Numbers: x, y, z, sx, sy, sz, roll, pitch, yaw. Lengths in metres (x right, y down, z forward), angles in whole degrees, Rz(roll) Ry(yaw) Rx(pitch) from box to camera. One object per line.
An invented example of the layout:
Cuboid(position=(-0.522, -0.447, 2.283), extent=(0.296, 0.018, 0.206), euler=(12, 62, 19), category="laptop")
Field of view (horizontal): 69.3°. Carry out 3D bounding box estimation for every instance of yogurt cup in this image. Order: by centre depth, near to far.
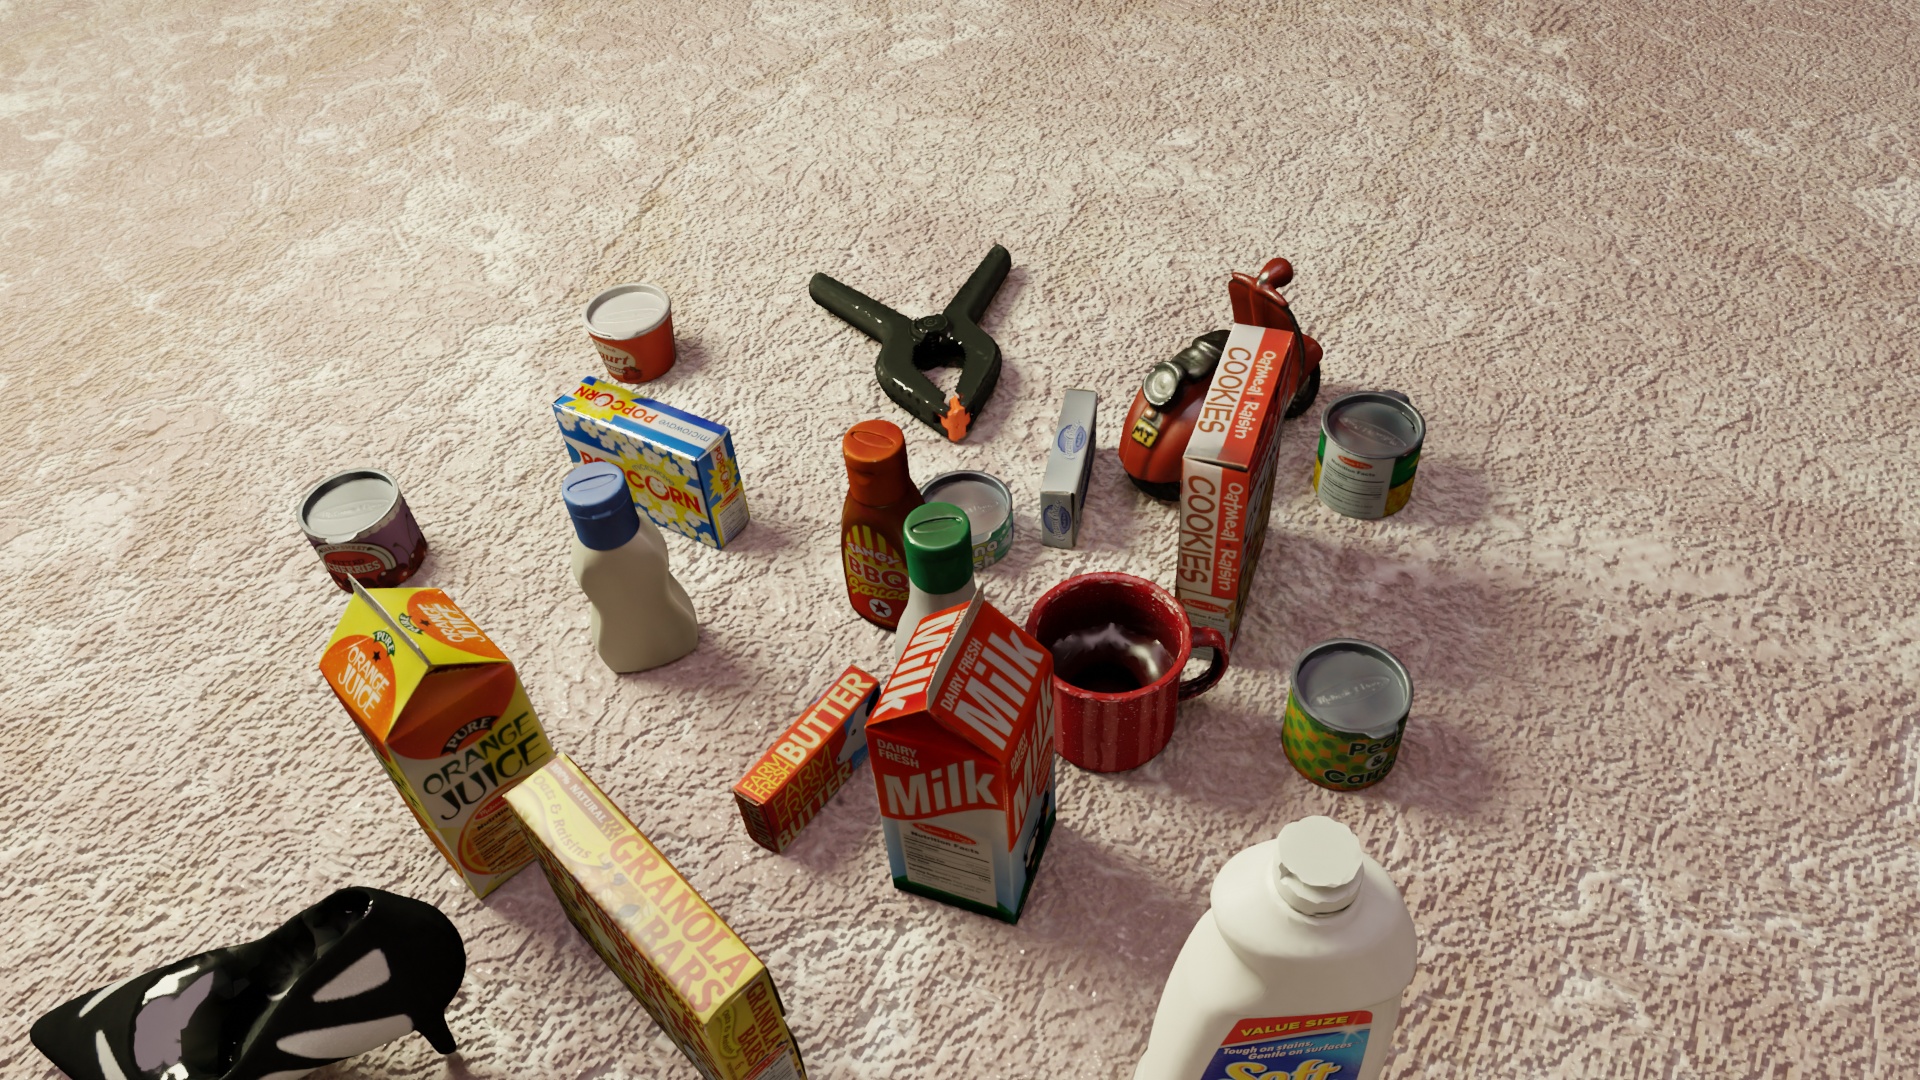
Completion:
Cuboid(position=(-0.252, -0.158, 1.070), extent=(0.072, 0.053, 0.073), euler=(-2, 46, 3), category="yogurt cup")

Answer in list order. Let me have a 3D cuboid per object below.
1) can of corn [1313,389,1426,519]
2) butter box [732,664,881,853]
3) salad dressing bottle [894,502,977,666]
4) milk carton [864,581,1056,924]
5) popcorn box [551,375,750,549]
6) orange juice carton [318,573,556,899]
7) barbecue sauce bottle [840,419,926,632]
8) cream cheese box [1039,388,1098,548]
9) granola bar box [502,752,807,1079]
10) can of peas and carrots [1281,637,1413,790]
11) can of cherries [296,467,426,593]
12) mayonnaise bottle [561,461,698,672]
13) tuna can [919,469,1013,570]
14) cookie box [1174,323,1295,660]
Cuboid(position=(0.272, -0.058, 0.926), extent=(0.071, 0.058, 0.071), euler=(-2, 46, 3), category="can of corn")
Cuboid(position=(-0.082, 0.123, 0.786), extent=(0.024, 0.052, 0.104), euler=(26, 54, 27), category="butter box")
Cuboid(position=(-0.009, 0.042, 0.793), extent=(0.064, 0.146, 0.044), euler=(-10, 46, -5), category="salad dressing bottle")
Cuboid(position=(0.003, 0.108, 0.699), extent=(0.073, 0.189, 0.073), euler=(13, 49, 17), category="milk carton")
Cuboid(position=(-0.209, -0.053, 0.944), extent=(0.127, 0.084, 0.038), euler=(21, 52, 23), category="popcorn box")
Cuboid(position=(-0.269, 0.098, 0.731), extent=(0.073, 0.191, 0.072), euler=(-36, 54, -26), category="orange juice carton")
Cuboid(position=(-0.045, -0.008, 0.843), extent=(0.065, 0.147, 0.044), euler=(18, 51, 21), category="barbecue sauce bottle")
Cuboid(position=(0.074, -0.049, 0.938), extent=(0.024, 0.053, 0.104), euler=(6, 47, 11), category="cream cheese box")
Cuboid(position=(-0.147, 0.194, 0.675), extent=(0.039, 0.123, 0.166), euler=(-37, 54, -26), category="granola bar box")
Cuboid(position=(0.217, 0.100, 0.779), extent=(0.071, 0.058, 0.071), euler=(-2, 46, 3), category="can of peas and carrots")
Cuboid(position=(-0.401, -0.004, 0.932), extent=(0.071, 0.058, 0.072), euler=(-2, 46, 3), category="can of cherries")
Cuboid(position=(-0.201, 0.017, 0.833), extent=(0.065, 0.147, 0.041), euler=(-17, 47, -10), category="mayonnaise bottle")
Cuboid(position=(0.003, -0.012, 0.922), extent=(0.071, 0.032, 0.071), euler=(-2, 46, 3), category="tuna can")
Cuboid(position=(0.163, -0.026, 0.830), extent=(0.040, 0.166, 0.123), euler=(12, 49, 16), category="cookie box")
